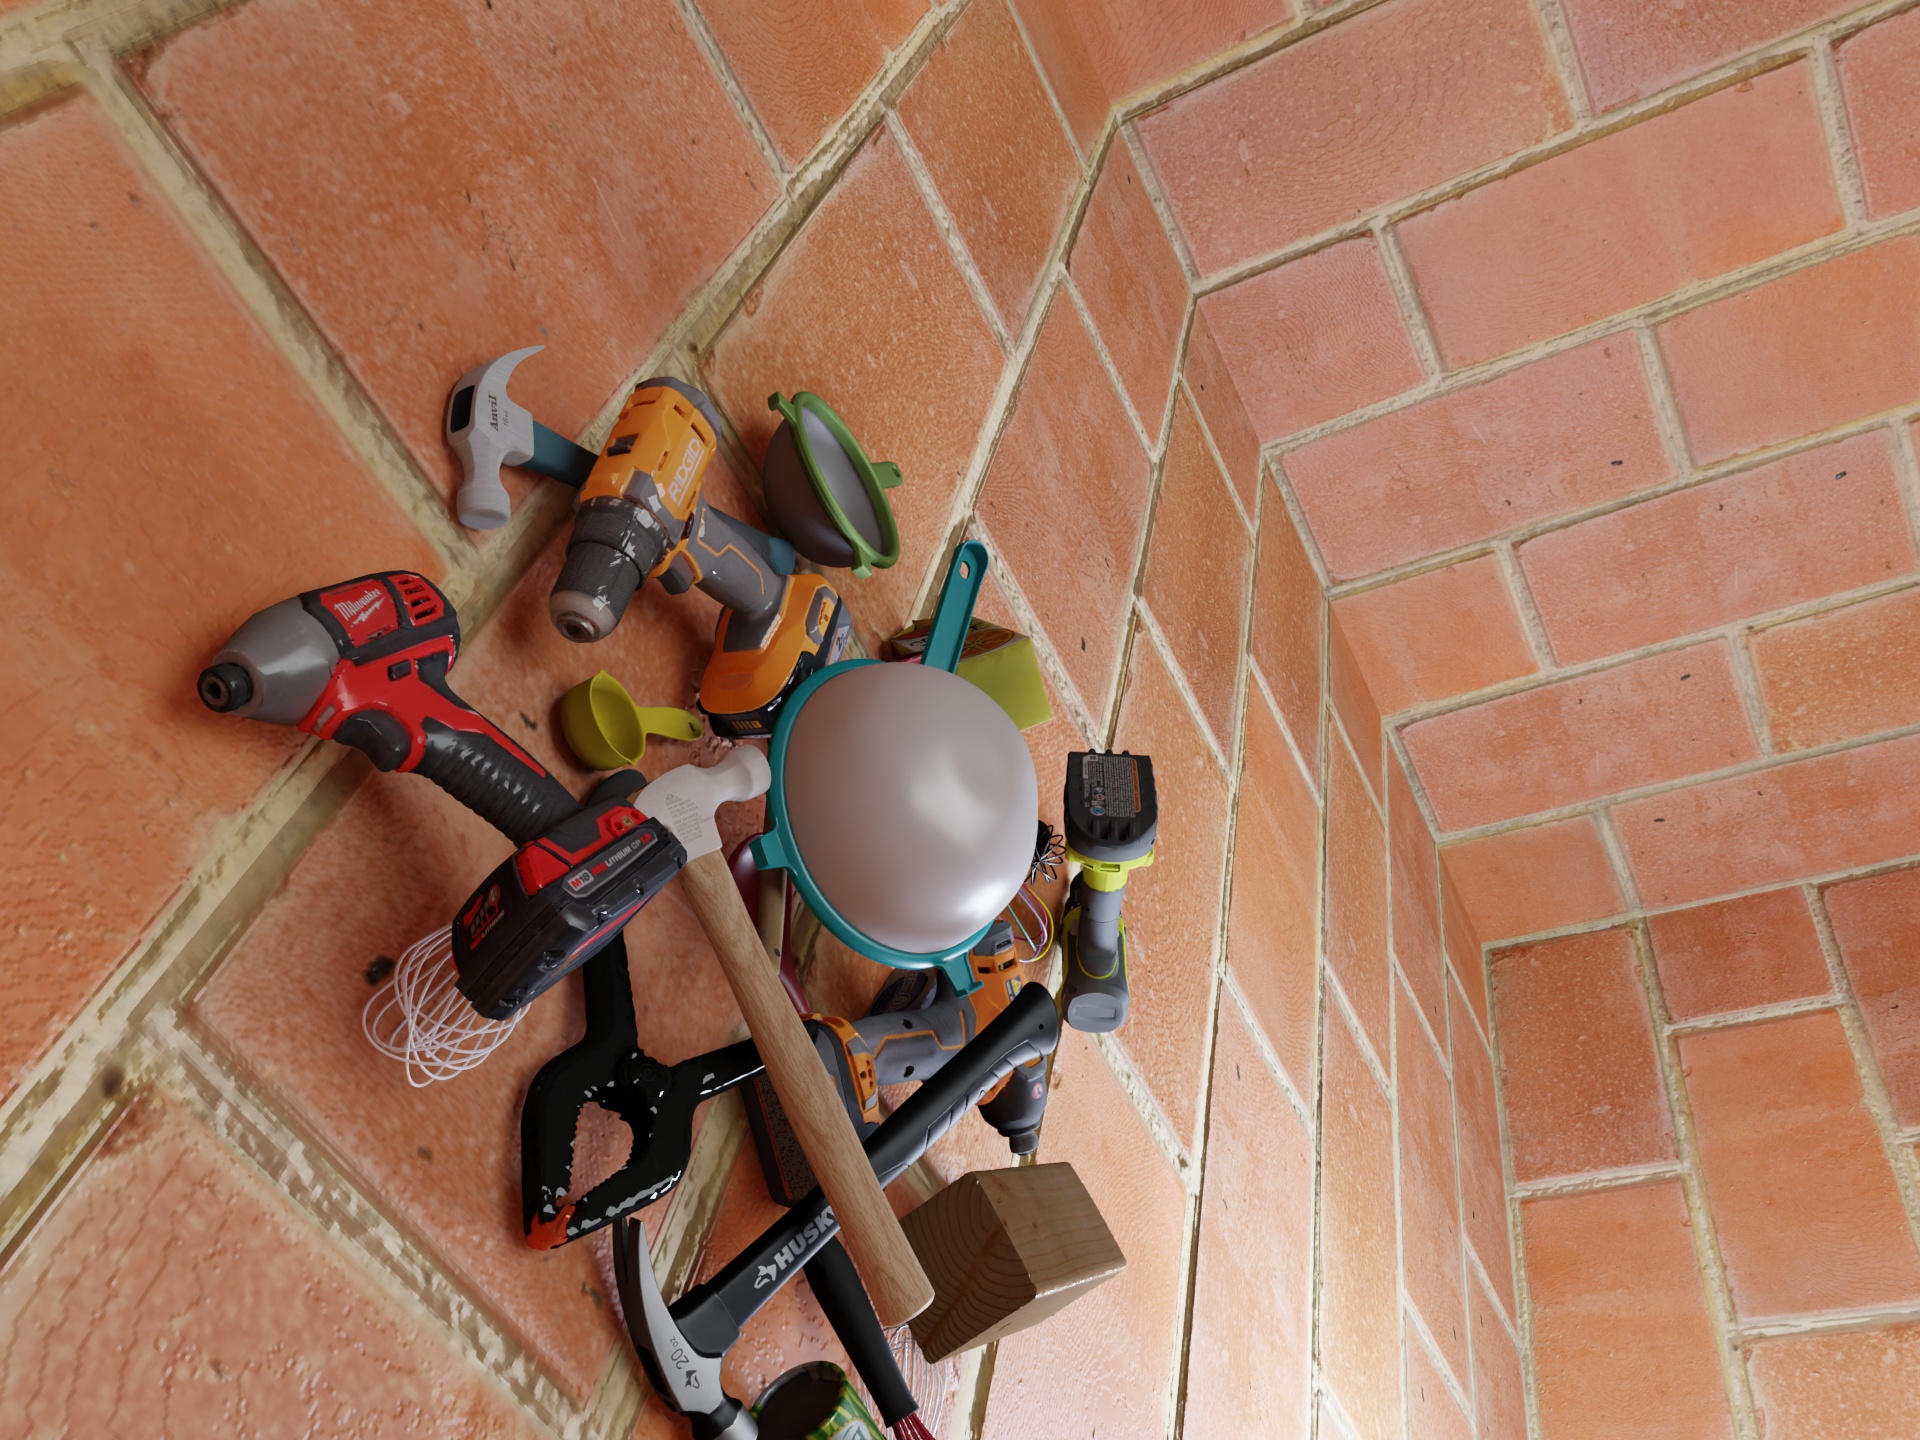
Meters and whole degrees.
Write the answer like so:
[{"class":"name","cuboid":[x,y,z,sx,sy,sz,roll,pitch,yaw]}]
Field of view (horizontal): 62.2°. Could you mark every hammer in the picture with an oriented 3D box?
[{"class":"hammer","cuboid":[-0.057,0.262,0.941,0.335,0.035,0.146,-37,106,-34]},{"class":"hammer","cuboid":[-0.212,-0.147,1.062,0.330,0.033,0.128,22,56,-60]},{"class":"hammer","cuboid":[-0.101,0.181,0.888,0.130,0.031,0.331,-23,86,-43]}]

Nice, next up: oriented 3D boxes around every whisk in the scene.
[{"class":"whisk","cuboid":[0.012,0.106,1.356,0.244,0.047,0.051,59,10,-19]},{"class":"whisk","cuboid":[0.064,0.107,1.392,0.239,0.055,0.055,-33,106,-87]},{"class":"whisk","cuboid":[-0.228,0.095,0.852,0.070,0.070,0.285,64,21,-19]},{"class":"whisk","cuboid":[-0.025,0.441,0.963,0.296,0.073,0.073,59,20,20]},{"class":"whisk","cuboid":[-0.041,0.501,0.989,0.057,0.059,0.247,11,60,-14]}]

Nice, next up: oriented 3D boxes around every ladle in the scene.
[{"class":"ladle","cuboid":[-0.096,0.224,1.071,0.069,0.031,0.315,-34,107,-54]}]

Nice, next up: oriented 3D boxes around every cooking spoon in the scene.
[{"class":"cooking spoon","cuboid":[-0.122,0.058,1.059,0.068,0.017,0.319,52,18,-30]}]

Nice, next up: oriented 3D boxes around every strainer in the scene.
[{"class":"strainer","cuboid":[-0.002,-0.003,1.058,0.210,0.095,0.341,37,50,-29]},{"class":"strainer","cuboid":[-0.103,-0.184,1.288,0.151,0.069,0.256,63,14,-5]}]

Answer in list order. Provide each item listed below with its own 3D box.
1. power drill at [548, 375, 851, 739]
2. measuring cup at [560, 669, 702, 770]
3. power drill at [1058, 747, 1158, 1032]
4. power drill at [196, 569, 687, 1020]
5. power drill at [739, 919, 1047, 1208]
[{"class":"power drill","cuboid":[-0.166,-0.076,1.009,0.226,0.084,0.185,57,39,-44]},{"class":"measuring cup","cuboid":[-0.204,0.005,1.000,0.156,0.029,0.062,11,57,-76]},{"class":"power drill","cuboid":[0.127,0.141,1.445,0.191,0.080,0.228,-85,178,-56]},{"class":"power drill","cuboid":[-0.248,0.026,0.755,0.219,0.078,0.143,47,25,2]},{"class":"power drill","cuboid":[-0.029,0.242,1.055,0.226,0.084,0.164,-18,93,-46]}]
